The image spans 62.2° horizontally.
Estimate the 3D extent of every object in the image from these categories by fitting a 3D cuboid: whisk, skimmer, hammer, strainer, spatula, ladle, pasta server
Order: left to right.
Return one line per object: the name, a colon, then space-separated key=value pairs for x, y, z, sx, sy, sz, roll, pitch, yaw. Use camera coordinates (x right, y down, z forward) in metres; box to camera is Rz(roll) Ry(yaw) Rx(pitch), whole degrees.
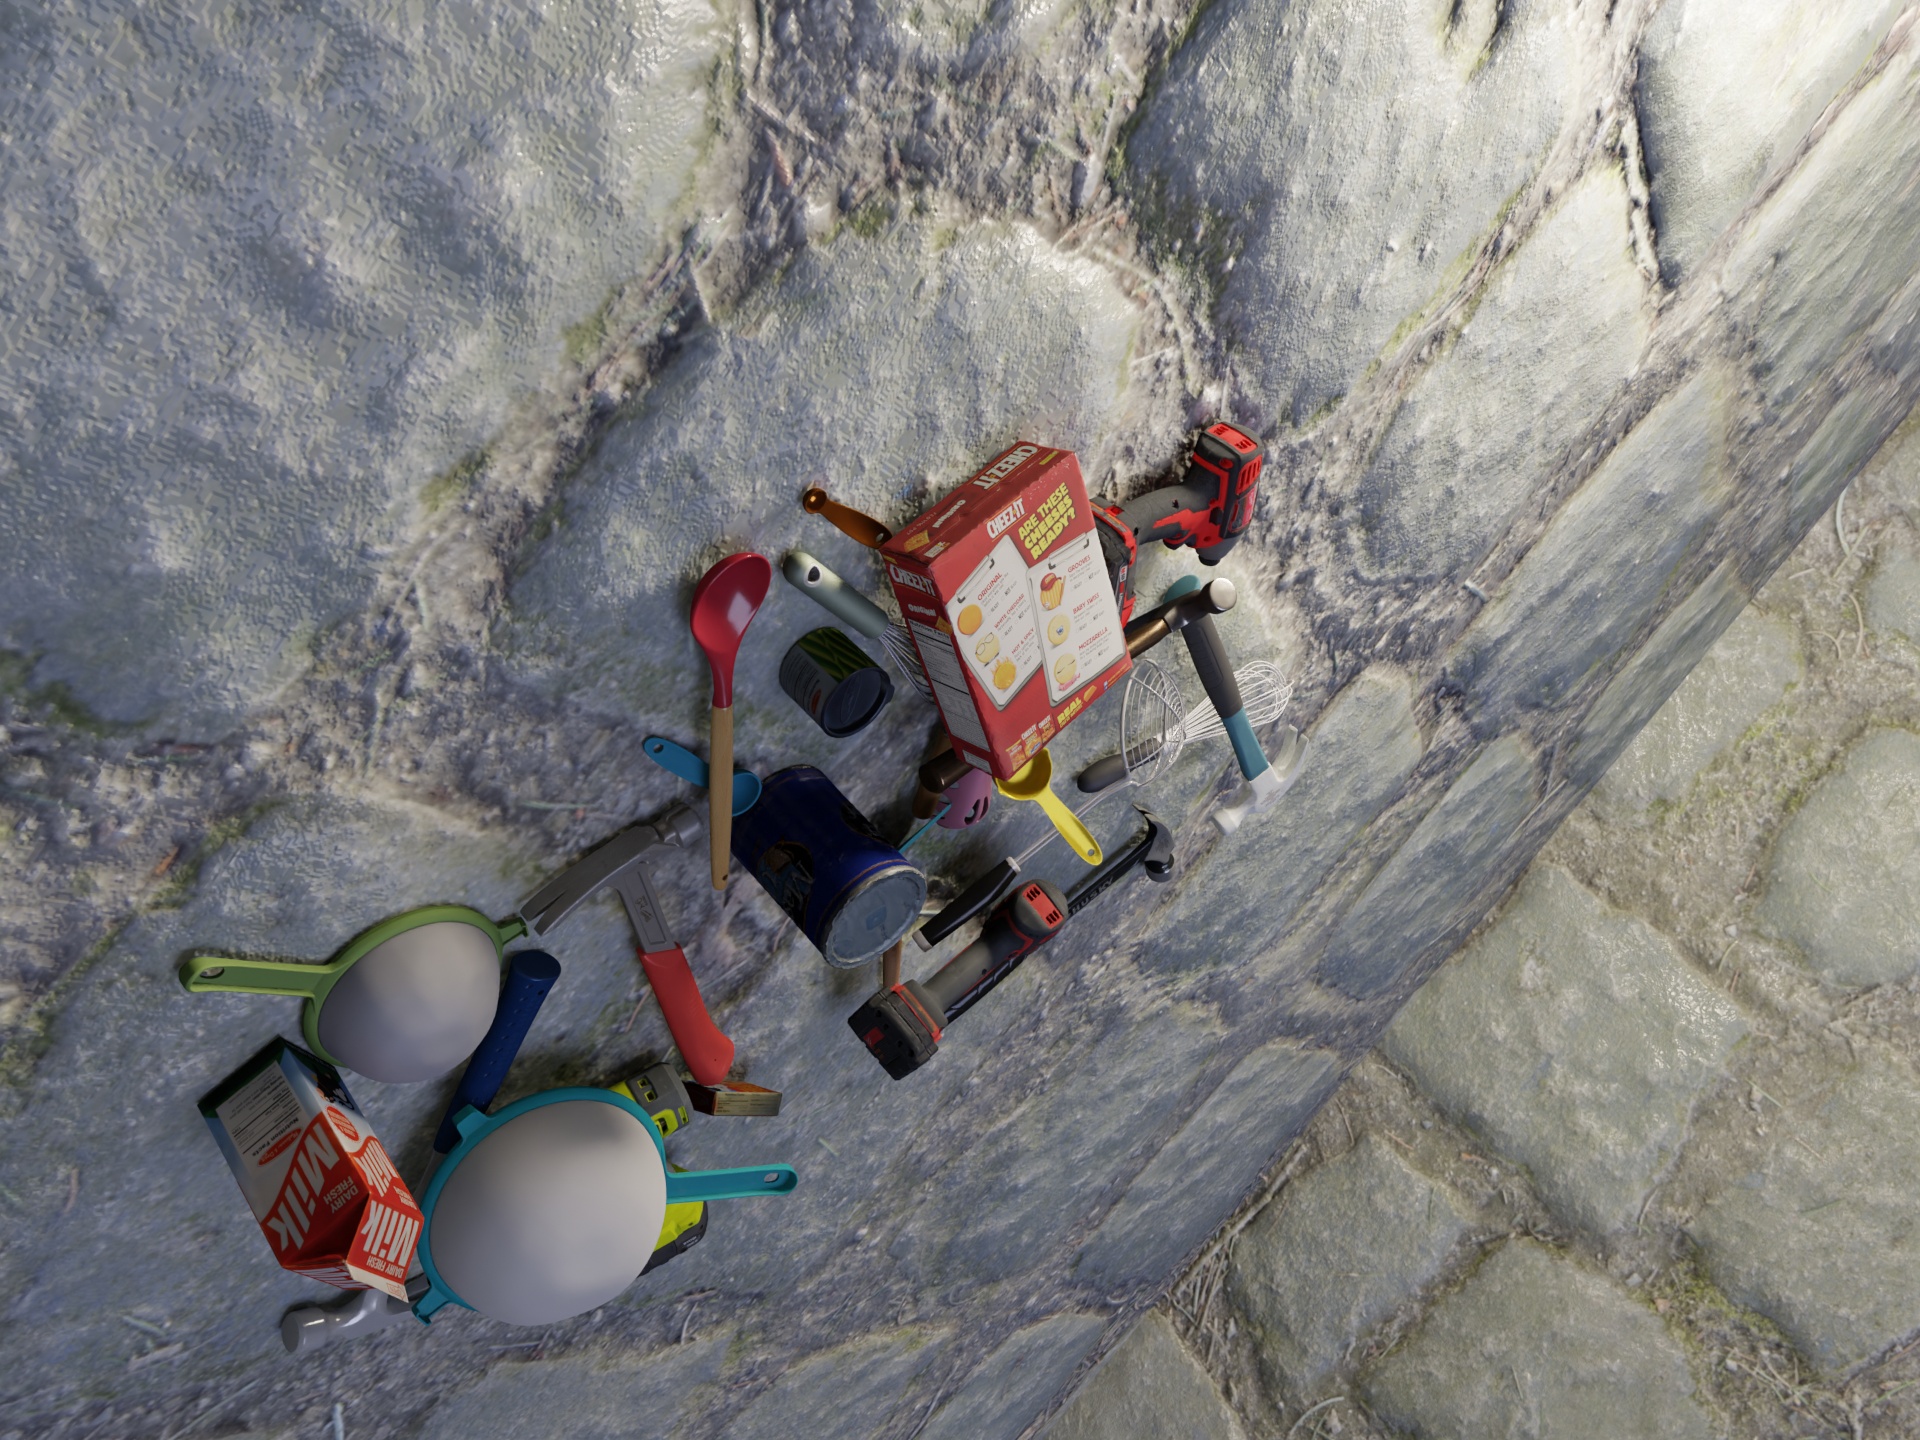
strainer: x=-0.411 y=0.199 z=1.096 sx=0.151 sy=0.069 sz=0.256 roll=-53 pitch=149 yaw=9
hammer: x=-0.415 y=0.352 z=1.292 sx=0.144 sy=0.035 sz=0.405 roll=4 pitch=122 yaw=-51
strainer: x=-0.268 y=0.414 z=1.316 sx=0.340 sy=0.095 sz=0.211 roll=6 pitch=106 yaw=-36
hammer: x=-0.252 y=0.217 z=1.333 sx=0.149 sy=0.037 sz=0.358 roll=-36 pitch=147 yaw=-22
ladle: x=-0.176 y=0.008 z=1.183 sx=0.069 sy=0.031 sz=0.315 roll=-27 pitch=138 yaw=-38
whisk: x=-0.062 y=-0.072 z=1.239 sx=0.246 sy=0.059 sz=0.058 roll=35 pitch=77 yaw=-53
spatula: x=-0.057 y=0.192 z=1.535 sx=0.082 sy=0.044 sz=0.317 roll=-41 pitch=151 yaw=-34
whisk: x=-0.002 y=-0.003 z=1.388 sx=0.051 sy=0.047 sz=0.244 roll=-18 pitch=141 yaw=-40
pasta server: x=0.026 y=-0.022 z=1.418 sx=0.060 sy=0.040 sz=0.316 roll=-19 pitch=135 yaw=-37
hammer: x=0.081 y=0.243 z=1.763 sx=0.409 sy=0.036 sz=0.149 roll=-37 pitch=146 yaw=-16
skimmer: x=0.084 y=0.086 z=1.575 sx=0.363 sy=0.090 sz=0.127 roll=-39 pitch=142 yaw=-2
hammer: x=0.095 y=-0.029 z=1.403 sx=0.331 sy=0.031 sz=0.130 roll=-33 pitch=-175 yaw=-27
whisk: x=0.238 y=0.012 z=1.684 sx=0.284 sy=0.070 sz=0.070 roll=-25 pitch=142 yaw=-23
hammer: x=0.272 y=-0.019 z=1.626 sx=0.128 sy=0.033 sz=0.330 roll=-36 pitch=132 yaw=-6

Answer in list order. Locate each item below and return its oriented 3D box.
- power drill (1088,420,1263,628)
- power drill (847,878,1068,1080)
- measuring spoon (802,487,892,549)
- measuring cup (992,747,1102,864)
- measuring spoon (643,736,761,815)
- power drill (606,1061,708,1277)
power drill: x=0.174 y=-0.161 z=1.397 sx=0.219 sy=0.079 sz=0.143 roll=-32 pitch=146 yaw=-28
power drill: x=-0.001 y=0.253 z=1.580 sx=0.227 sy=0.080 sz=0.188 roll=-38 pitch=173 yaw=-23
measuring spoon: x=-0.082 y=-0.148 z=1.167 sx=0.021 sy=0.011 sz=0.116 roll=-54 pitch=151 yaw=8
measuring cup: x=0.085 y=0.080 z=1.520 sx=0.062 sy=0.029 sz=0.156 roll=-41 pitch=112 yaw=-4
measuring spoon: x=-0.202 y=0.036 z=1.223 sx=0.042 sy=0.021 sz=0.128 roll=-49 pitch=139 yaw=3
power drill: x=-0.318 y=0.421 z=1.448 sx=0.171 sy=0.080 sz=0.223 roll=-25 pitch=139 yaw=-21
